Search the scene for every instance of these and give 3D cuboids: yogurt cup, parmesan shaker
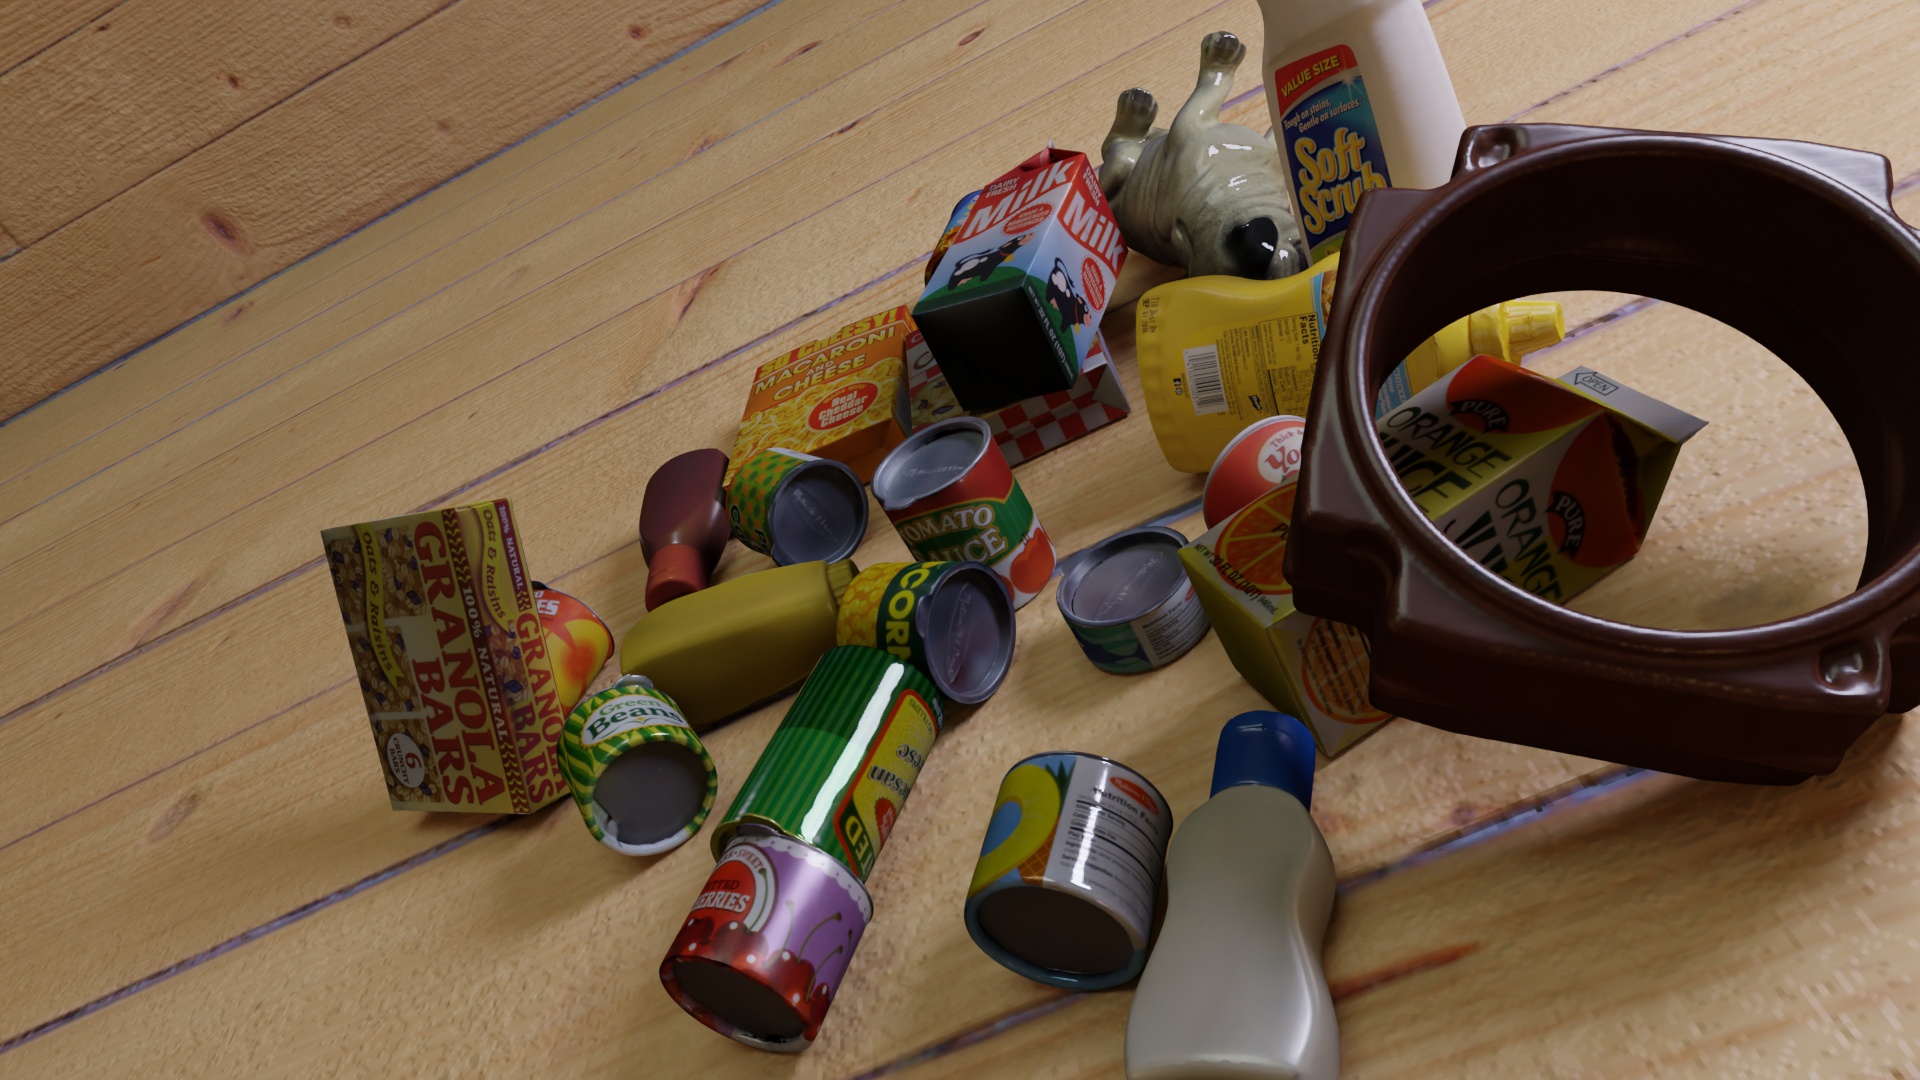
[{"bbox_3d":[0.147,-0.013,0.605,0.072,0.072,0.054,-33,38,-5],"label":"yogurt cup"},{"bbox_3d":[-0.055,0.101,0.601,0.071,0.071,0.103,-7,37,34],"label":"parmesan shaker"}]

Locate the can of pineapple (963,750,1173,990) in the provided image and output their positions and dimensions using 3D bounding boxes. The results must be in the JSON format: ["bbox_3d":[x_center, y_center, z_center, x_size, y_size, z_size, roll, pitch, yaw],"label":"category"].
[{"bbox_3d":[0.038,0.120,0.500,0.071,0.070,0.058,-12,35,29],"label":"can of pineapple"}]

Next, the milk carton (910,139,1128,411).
[{"bbox_3d":[0.045,-0.166,0.828,0.073,0.072,0.192,-10,36,30],"label":"milk carton"}]

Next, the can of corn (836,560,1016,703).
[{"bbox_3d":[-0.018,0.042,0.657,0.058,0.071,0.071,-2,41,41],"label":"can of corn"}]

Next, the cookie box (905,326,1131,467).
[{"bbox_3d":[0.030,-0.107,0.866,0.123,0.040,0.168,-24,31,10],"label":"cookie box"}]

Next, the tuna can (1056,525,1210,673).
[{"bbox_3d":[0.078,0.026,0.634,0.071,0.032,0.071,-22,31,14],"label":"tuna can"}]

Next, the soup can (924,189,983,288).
[{"bbox_3d":[0.017,-0.204,0.992,0.071,0.071,0.084,-14,35,26],"label":"soup can"}]

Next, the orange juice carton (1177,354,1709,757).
[{"bbox_3d":[0.192,-0.007,0.546,0.193,0.072,0.072,-33,30,-5],"label":"orange juice carton"}]

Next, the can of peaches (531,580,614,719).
[{"bbox_3d":[-0.249,0.069,0.817,0.071,0.071,0.058,-8,38,33],"label":"can of peaches"}]

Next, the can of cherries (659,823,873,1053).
[{"bbox_3d":[-0.077,0.155,0.541,0.071,0.071,0.059,-8,38,34],"label":"can of cherries"}]

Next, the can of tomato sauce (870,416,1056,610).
[{"bbox_3d":[0.003,-0.009,0.702,0.071,0.082,0.071,-22,31,14],"label":"can of tomato sauce"}]

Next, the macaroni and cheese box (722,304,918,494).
[{"bbox_3d":[-0.087,-0.089,0.939,0.123,0.040,0.167,-21,32,14],"label":"macaroni and cheese box"}]

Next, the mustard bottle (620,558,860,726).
[{"bbox_3d":[-0.096,0.046,0.731,0.160,0.065,0.049,-21,36,4],"label":"mustard bottle"}]

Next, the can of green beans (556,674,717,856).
[{"bbox_3d":[-0.158,0.112,0.679,0.071,0.071,0.058,-38,31,-12],"label":"can of green beans"}]

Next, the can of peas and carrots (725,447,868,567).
[{"bbox_3d":[-0.098,-0.017,0.820,0.071,0.070,0.059,-43,32,-21],"label":"can of peas and carrots"}]

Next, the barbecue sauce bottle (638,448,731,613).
[{"bbox_3d":[-0.176,-0.003,0.887,0.065,0.043,0.149,-25,31,10],"label":"barbecue sauce bottle"}]

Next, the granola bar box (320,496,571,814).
[{"bbox_3d":[-0.280,0.065,0.763,0.124,0.165,0.039,-7,8,34],"label":"granola bar box"}]

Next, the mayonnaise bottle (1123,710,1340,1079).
[{"bbox_3d":[0.098,0.122,0.470,0.064,0.041,0.149,-11,34,27],"label":"mayonnaise bottle"}]
